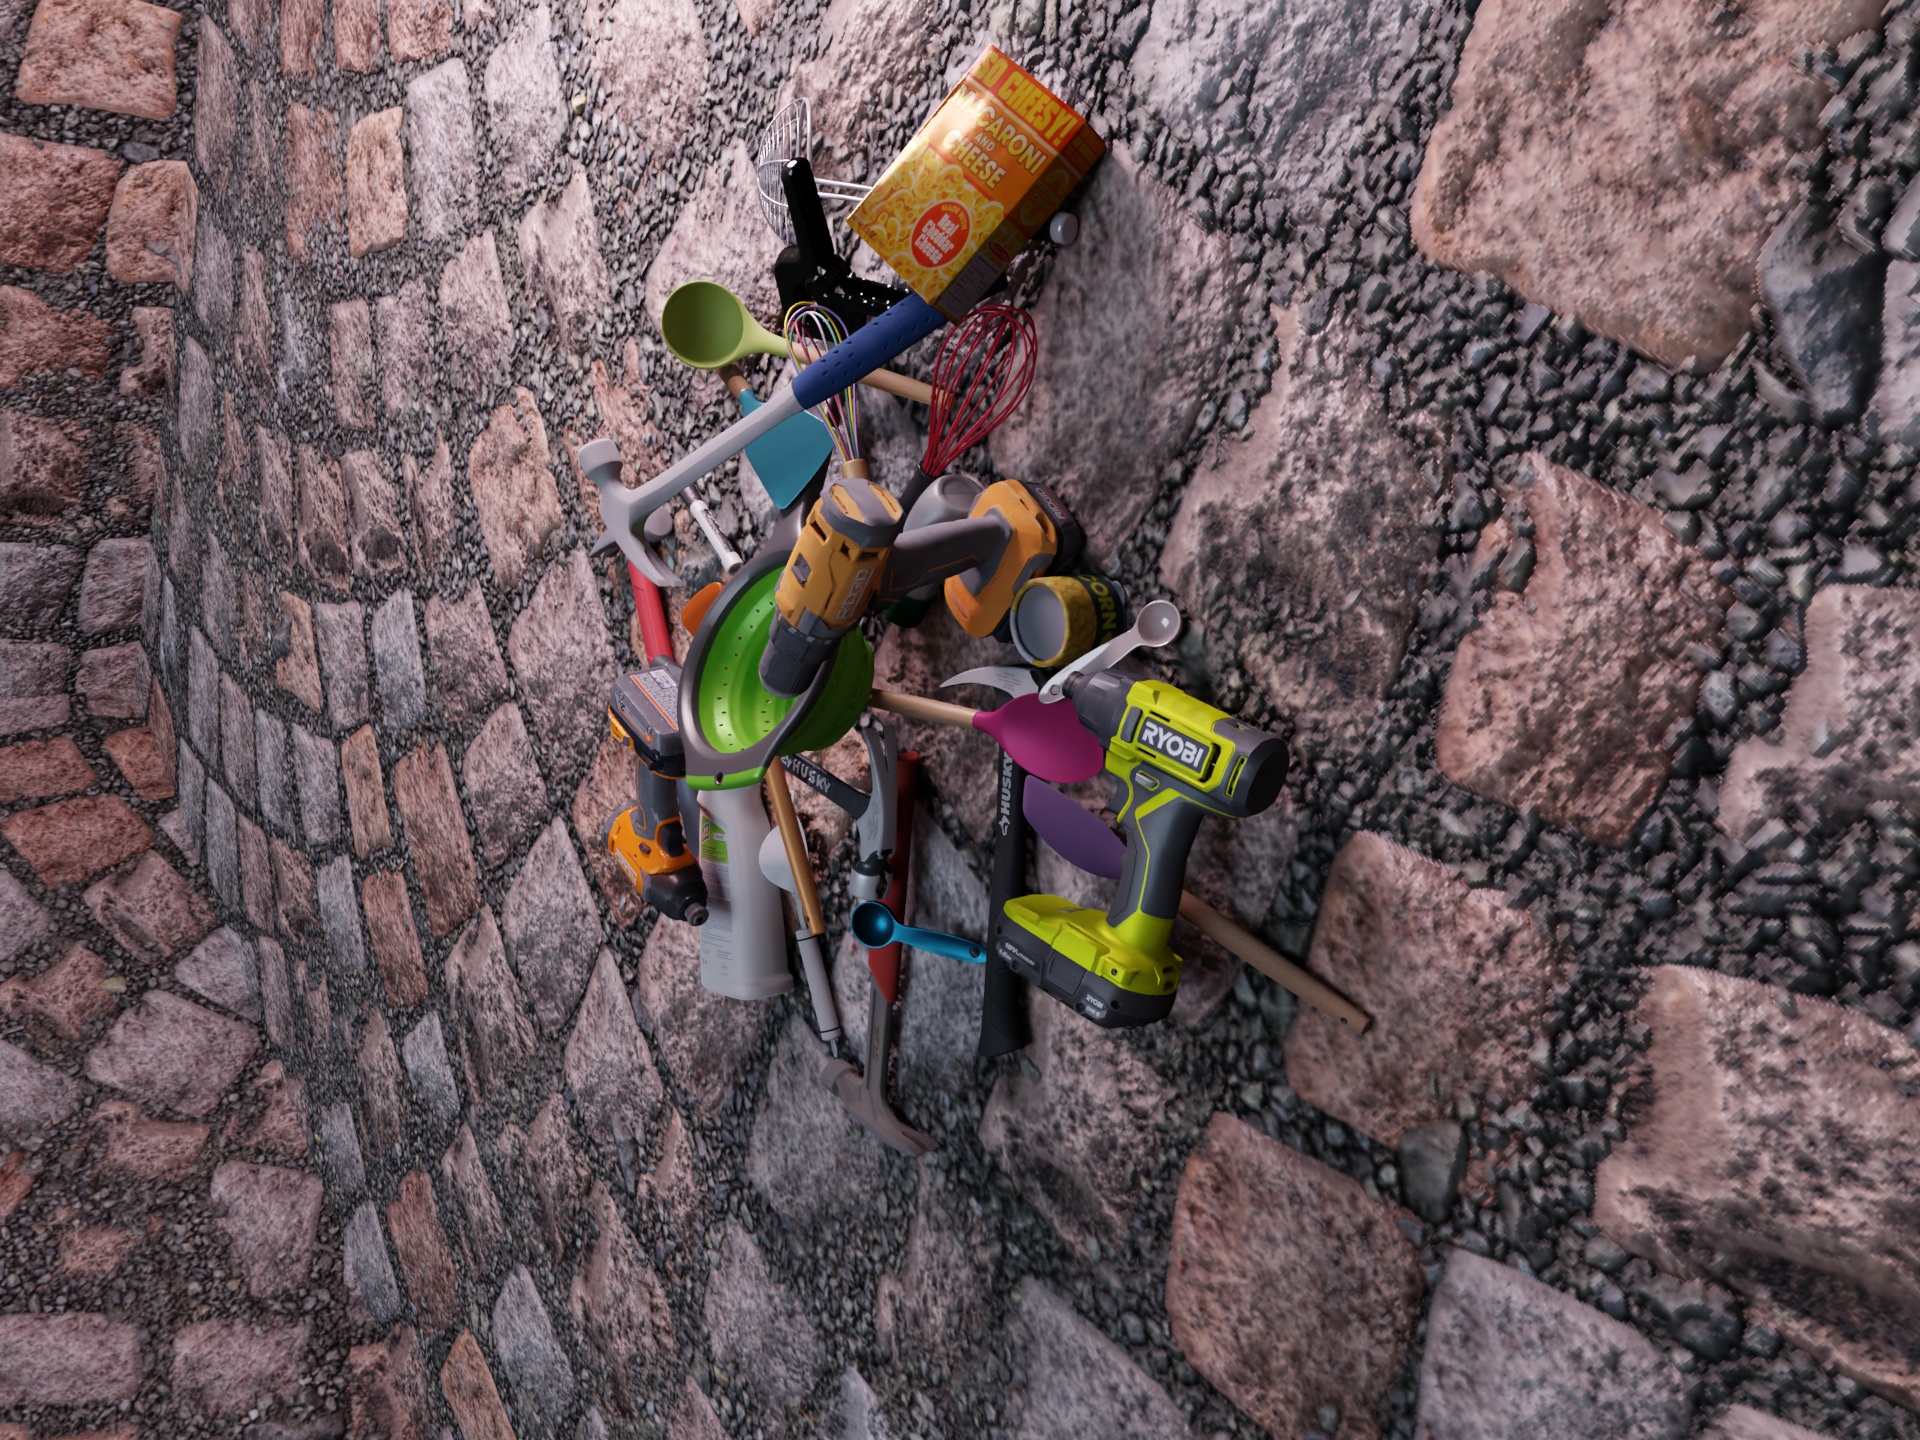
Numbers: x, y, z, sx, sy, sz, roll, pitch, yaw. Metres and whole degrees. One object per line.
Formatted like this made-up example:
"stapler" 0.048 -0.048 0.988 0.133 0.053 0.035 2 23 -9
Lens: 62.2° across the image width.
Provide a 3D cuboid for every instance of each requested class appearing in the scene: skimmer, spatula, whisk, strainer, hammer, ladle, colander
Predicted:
"skimmer" -0.038 -0.422 1.279 0.363 0.090 0.127 23 119 35
"spatula" 0.157 0.131 1.128 0.316 0.018 0.059 33 136 35
"whisk" -0.098 -0.229 1.298 0.051 0.047 0.245 -20 81 25
"strainer" -0.151 0.197 1.523 0.087 0.050 0.258 -20 84 66
"spatula" -0.177 0.036 1.410 0.081 0.041 0.323 -32 71 48
"hammer" -0.315 -0.023 1.682 0.143 0.038 0.386 -19 82 52
"hammer" 0.036 0.116 1.283 0.146 0.035 0.334 19 111 47
"hammer" -0.061 0.203 1.415 0.149 0.036 0.359 24 115 46
"hammer" -0.182 0.016 1.474 0.409 0.036 0.149 29 118 45
"spatula" -0.193 -0.294 1.442 0.082 0.044 0.318 -51 36 13
"hammer" -0.135 -0.250 1.274 0.405 0.035 0.144 -28 82 25
"ladle" -0.135 -0.312 1.362 0.320 0.062 0.078 25 111 34
"whisk" -0.015 -0.213 1.267 0.073 0.073 0.295 60 142 24
"colander" -0.123 -0.115 1.357 0.204 0.094 0.397 -7 64 46

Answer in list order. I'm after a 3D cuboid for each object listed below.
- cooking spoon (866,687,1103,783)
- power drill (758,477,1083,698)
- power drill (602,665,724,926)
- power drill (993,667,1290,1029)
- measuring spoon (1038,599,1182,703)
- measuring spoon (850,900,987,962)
"cooking spoon" -0.002 -0.004 1.263 0.319 0.017 0.068 12 111 47
"power drill" -0.038 -0.096 1.181 0.084 0.226 0.185 55 134 29
"power drill" -0.280 0.081 1.524 0.164 0.084 0.226 44 135 39
"power drill" 0.112 0.083 1.102 0.171 0.080 0.223 28 106 35
"measuring spoon" 0.109 -0.045 1.147 0.124 0.018 0.034 -33 63 23
"measuring spoon" -0.032 0.183 1.358 0.128 0.021 0.042 13 106 16
